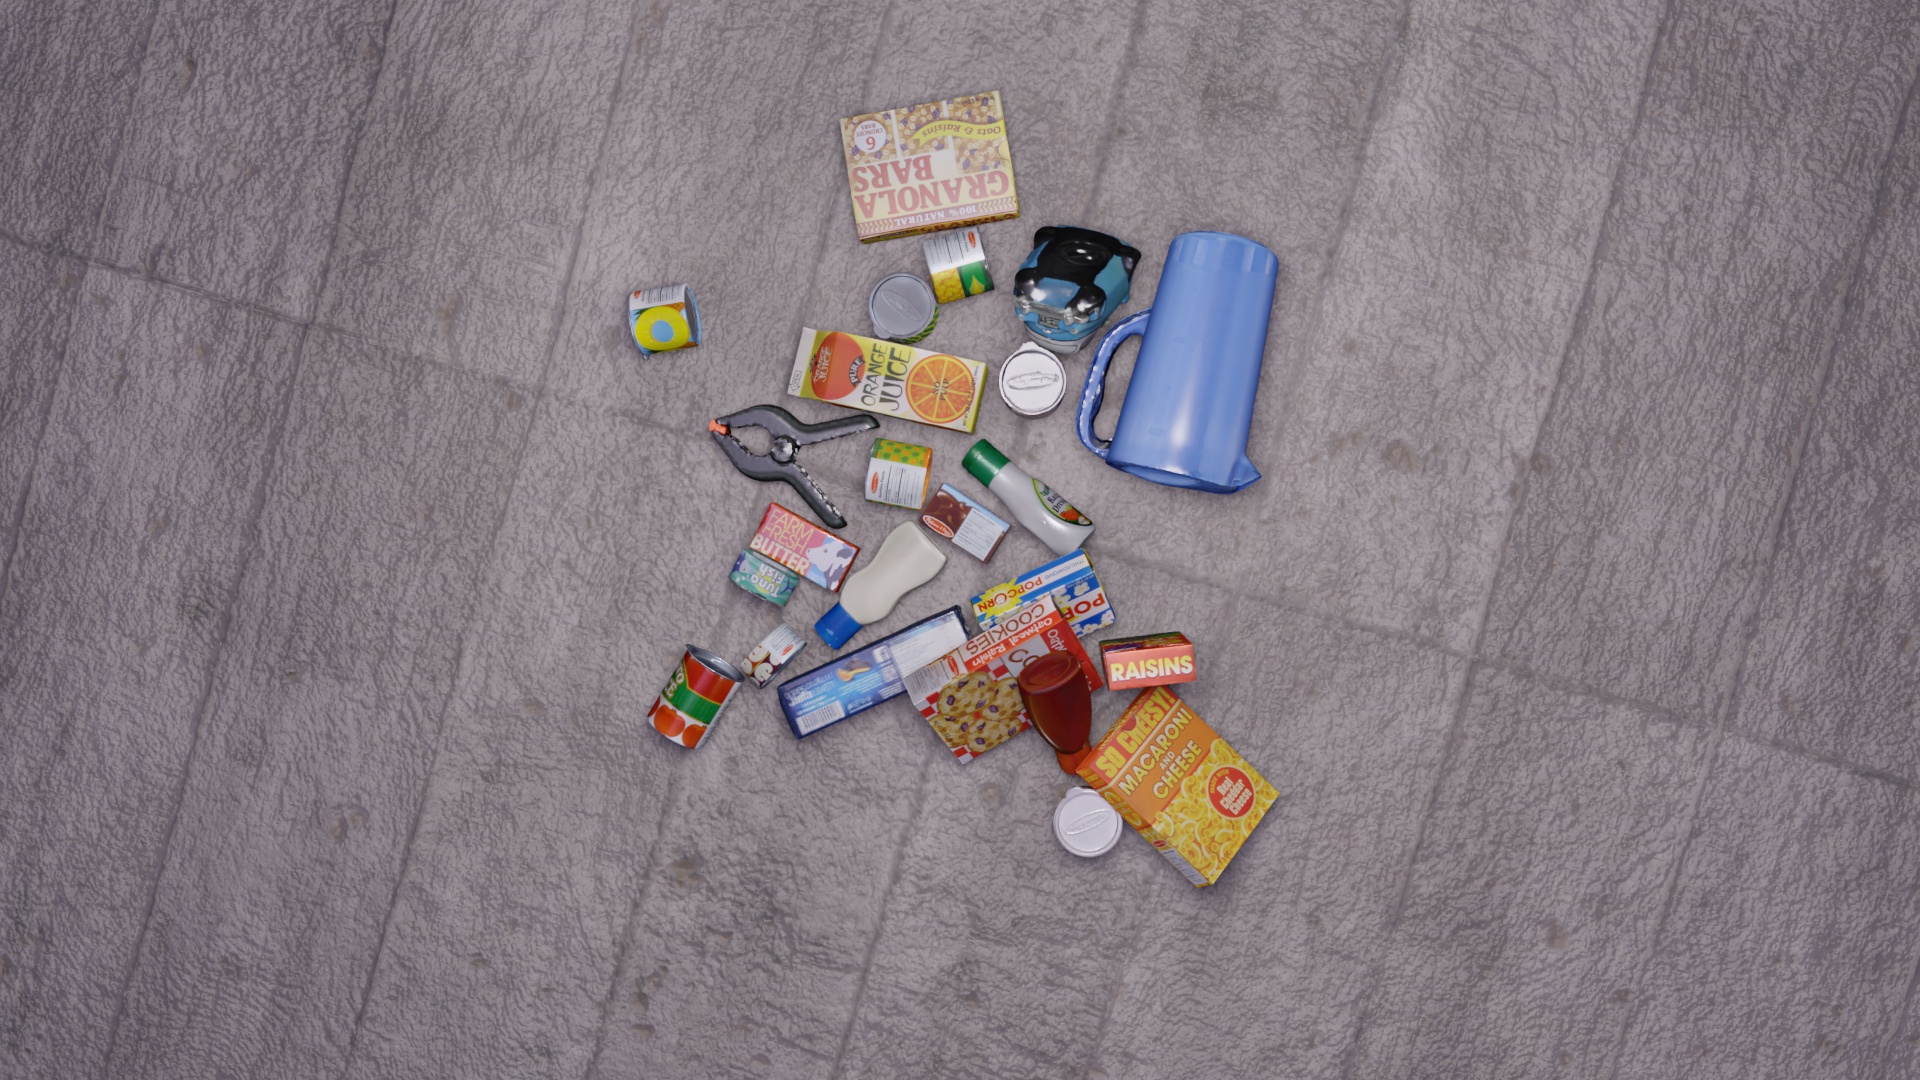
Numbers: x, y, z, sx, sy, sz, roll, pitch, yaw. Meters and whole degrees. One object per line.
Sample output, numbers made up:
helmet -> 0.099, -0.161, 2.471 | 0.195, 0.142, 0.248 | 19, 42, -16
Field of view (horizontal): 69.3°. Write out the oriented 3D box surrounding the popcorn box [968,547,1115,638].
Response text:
popcorn box -> 0.083, 0.069, 1.383 | 0.127, 0.085, 0.038 | -24, 46, 3

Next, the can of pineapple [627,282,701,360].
can of pineapple -> -0.299, -0.223, 1.411 | 0.058, 0.071, 0.071 | -9, 91, 3

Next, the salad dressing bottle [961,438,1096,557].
salad dressing bottle -> 0.067, -0.043, 1.397 | 0.148, 0.064, 0.043 | 40, 115, 9

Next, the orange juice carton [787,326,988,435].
orange juice carton -> -0.073, -0.161, 1.394 | 0.193, 0.073, 0.071 | 13, 92, 3

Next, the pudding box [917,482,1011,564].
pudding box -> 0.005, -0.018, 1.413 | 0.084, 0.030, 0.049 | 32, 94, 2

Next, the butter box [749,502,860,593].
butter box -> -0.160, 0.007, 1.426 | 0.103, 0.024, 0.053 | 29, 93, 2

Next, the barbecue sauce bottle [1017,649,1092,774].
barbecue sauce bottle -> 0.101, 0.174, 1.362 | 0.065, 0.044, 0.147 | -27, 133, -9

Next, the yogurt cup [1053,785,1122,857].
yogurt cup -> 0.128, 0.279, 1.398 | 0.072, 0.054, 0.072 | 0, 91, 3

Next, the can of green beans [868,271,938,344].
can of green beans -> -0.057, -0.233, 1.400 | 0.071, 0.058, 0.071 | 0, 91, 3

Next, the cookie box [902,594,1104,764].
cookie box -> 0.045, 0.140, 1.372 | 0.167, 0.122, 0.040 | -30, 45, 3

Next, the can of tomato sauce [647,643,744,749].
can of tomato sauce -> -0.271, 0.159, 1.413 | 0.071, 0.071, 0.083 | 32, 93, 2

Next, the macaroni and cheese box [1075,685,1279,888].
macaroni and cheese box -> 0.216, 0.239, 1.374 | 0.166, 0.040, 0.124 | 44, 64, 2

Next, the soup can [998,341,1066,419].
soup can -> 0.072, -0.158, 1.381 | 0.071, 0.084, 0.071 | 0, 91, 3

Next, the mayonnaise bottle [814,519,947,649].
mayonnaise bottle -> -0.084, 0.049, 1.414 | 0.148, 0.041, 0.065 | -43, 87, 4

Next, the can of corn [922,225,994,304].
can of corn -> -0.001, -0.274, 1.394 | 0.058, 0.071, 0.071 | -15, 90, 4

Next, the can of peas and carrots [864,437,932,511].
can of peas and carrots -> -0.062, -0.068, 1.400 | 0.059, 0.071, 0.071 | 11, 92, 3

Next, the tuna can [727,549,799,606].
tuna can -> -0.198, 0.038, 1.405 | 0.071, 0.071, 0.033 | 29, 92, 2

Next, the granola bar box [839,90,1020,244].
granola bar box -> -0.031, -0.376, 1.406 | 0.165, 0.039, 0.124 | -9, 91, 4

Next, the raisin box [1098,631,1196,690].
raisin box -> 0.182, 0.116, 1.359 | 0.086, 0.123, 0.040 | -6, 91, 4

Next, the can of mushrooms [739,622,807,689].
can of mushrooms -> -0.191, 0.118, 1.409 | 0.033, 0.071, 0.071 | 44, 93, 1
